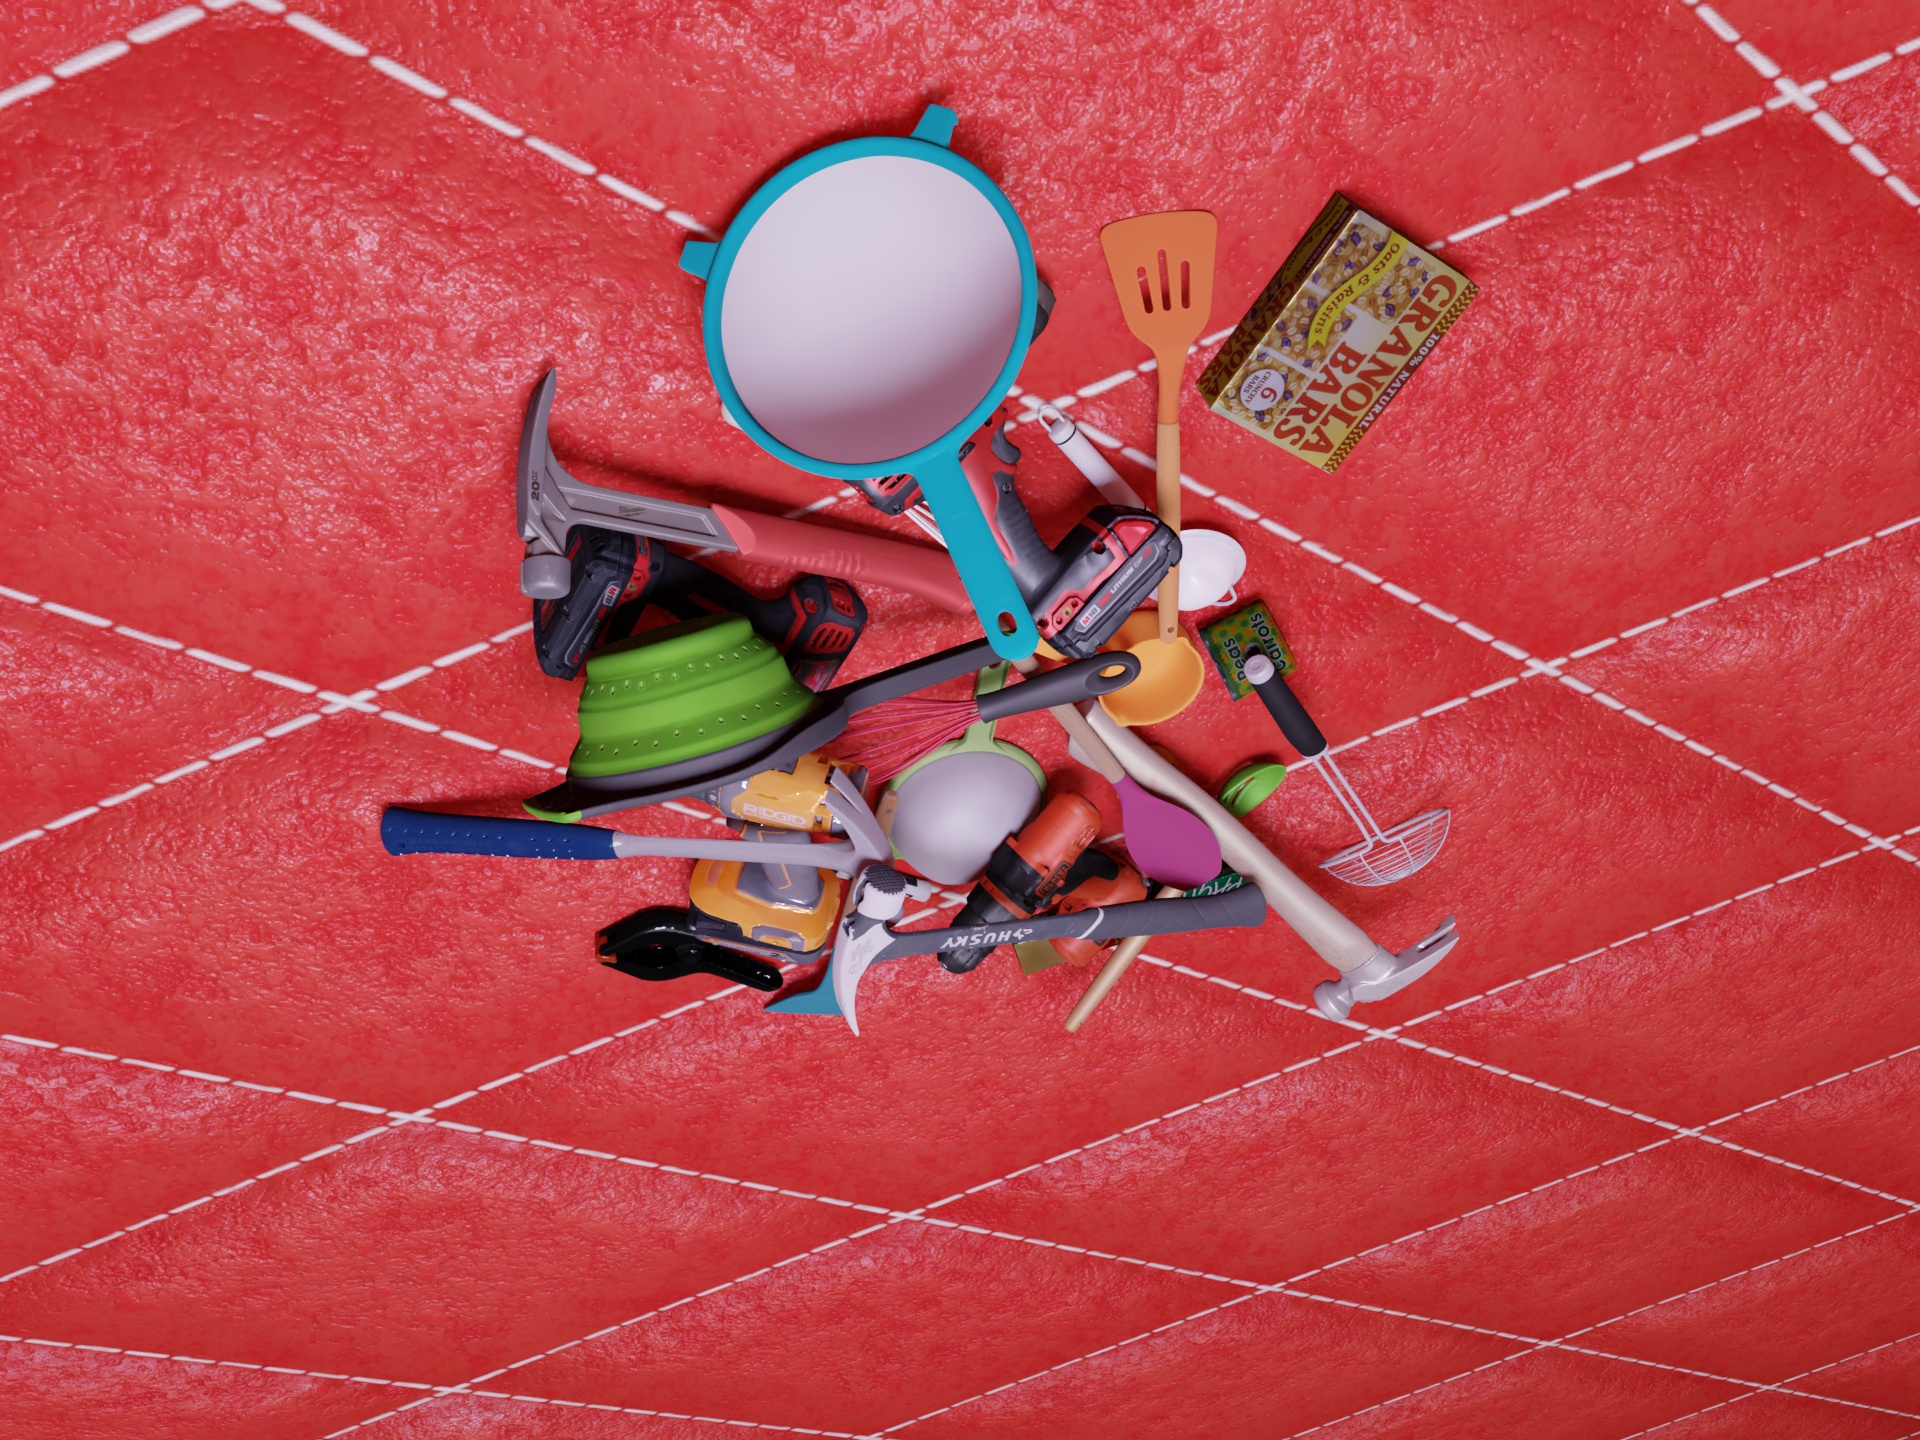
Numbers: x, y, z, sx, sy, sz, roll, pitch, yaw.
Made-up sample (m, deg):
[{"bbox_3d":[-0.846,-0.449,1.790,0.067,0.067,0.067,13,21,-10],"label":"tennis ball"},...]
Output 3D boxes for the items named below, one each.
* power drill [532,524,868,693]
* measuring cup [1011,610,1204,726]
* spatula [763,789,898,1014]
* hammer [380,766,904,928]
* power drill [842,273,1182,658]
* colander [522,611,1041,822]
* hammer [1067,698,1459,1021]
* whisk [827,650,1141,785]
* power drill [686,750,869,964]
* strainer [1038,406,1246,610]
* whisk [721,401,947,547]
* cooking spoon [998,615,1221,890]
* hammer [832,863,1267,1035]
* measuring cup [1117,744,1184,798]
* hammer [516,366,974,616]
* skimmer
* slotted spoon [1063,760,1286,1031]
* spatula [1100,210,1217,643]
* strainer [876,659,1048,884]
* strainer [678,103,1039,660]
[{"bbox_3d":[-0.191,-0.063,1.162,0.219,0.079,0.143,17,123,-30],"label":"power drill"},{"bbox_3d":[0.110,-0.057,1.261,0.173,0.052,0.095,19,123,-25],"label":"measuring cup"},{"bbox_3d":[-0.101,0.173,1.397,0.082,0.044,0.317,6,129,-18],"label":"spatula"},{"bbox_3d":[-0.249,0.089,1.198,0.405,0.035,0.143,2,134,13],"label":"hammer"},{"bbox_3d":[0.049,-0.173,1.092,0.226,0.080,0.188,41,93,-20],"label":"power drill"},{"bbox_3d":[-0.116,-0.040,1.097,0.397,0.204,0.094,-20,102,-27],"label":"colander"},{"bbox_3d":[0.252,0.110,1.366,0.410,0.038,0.146,40,118,-21],"label":"hammer"},{"bbox_3d":[-0.002,-0.004,1.240,0.296,0.073,0.073,-16,132,13],"label":"whisk"},{"bbox_3d":[-0.174,0.092,1.259,0.185,0.084,0.226,14,140,1],"label":"power drill"},{"bbox_3d":[0.138,-0.148,1.200,0.087,0.050,0.258,-28,129,28],"label":"strainer"},{"bbox_3d":[-0.059,-0.172,1.126,0.246,0.059,0.058,23,76,-26],"label":"whisk"},{"bbox_3d":[0.114,0.028,1.288,0.069,0.017,0.318,-31,116,19],"label":"cooking spoon"},{"bbox_3d":[0.083,0.167,1.259,0.408,0.036,0.149,-1,127,-32],"label":"hammer"},{"bbox_3d":[0.175,0.079,1.410,0.062,0.029,0.156,-21,134,3],"label":"measuring cup"},{"bbox_3d":[-0.131,-0.135,1.113,0.358,0.149,0.037,7,166,-33],"label":"hammer"},{"bbox_3d":[0.317,0.037,1.360,0.127,0.090,0.362,-27,133,18],"label":"skimmer"},{"bbox_3d":[0.186,0.157,1.431,0.313,0.031,0.070,-55,147,12],"label":"slotted spoon"},{"bbox_3d":[0.147,-0.197,1.138,0.081,0.041,0.322,-9,126,-6],"label":"spatula"},{"bbox_3d":[0.016,0.051,1.314,0.151,0.069,0.256,0,131,-15],"label":"strainer"},{"bbox_3d":[-0.022,-0.188,0.985,0.211,0.340,0.095,-26,171,11],"label":"strainer"}]
